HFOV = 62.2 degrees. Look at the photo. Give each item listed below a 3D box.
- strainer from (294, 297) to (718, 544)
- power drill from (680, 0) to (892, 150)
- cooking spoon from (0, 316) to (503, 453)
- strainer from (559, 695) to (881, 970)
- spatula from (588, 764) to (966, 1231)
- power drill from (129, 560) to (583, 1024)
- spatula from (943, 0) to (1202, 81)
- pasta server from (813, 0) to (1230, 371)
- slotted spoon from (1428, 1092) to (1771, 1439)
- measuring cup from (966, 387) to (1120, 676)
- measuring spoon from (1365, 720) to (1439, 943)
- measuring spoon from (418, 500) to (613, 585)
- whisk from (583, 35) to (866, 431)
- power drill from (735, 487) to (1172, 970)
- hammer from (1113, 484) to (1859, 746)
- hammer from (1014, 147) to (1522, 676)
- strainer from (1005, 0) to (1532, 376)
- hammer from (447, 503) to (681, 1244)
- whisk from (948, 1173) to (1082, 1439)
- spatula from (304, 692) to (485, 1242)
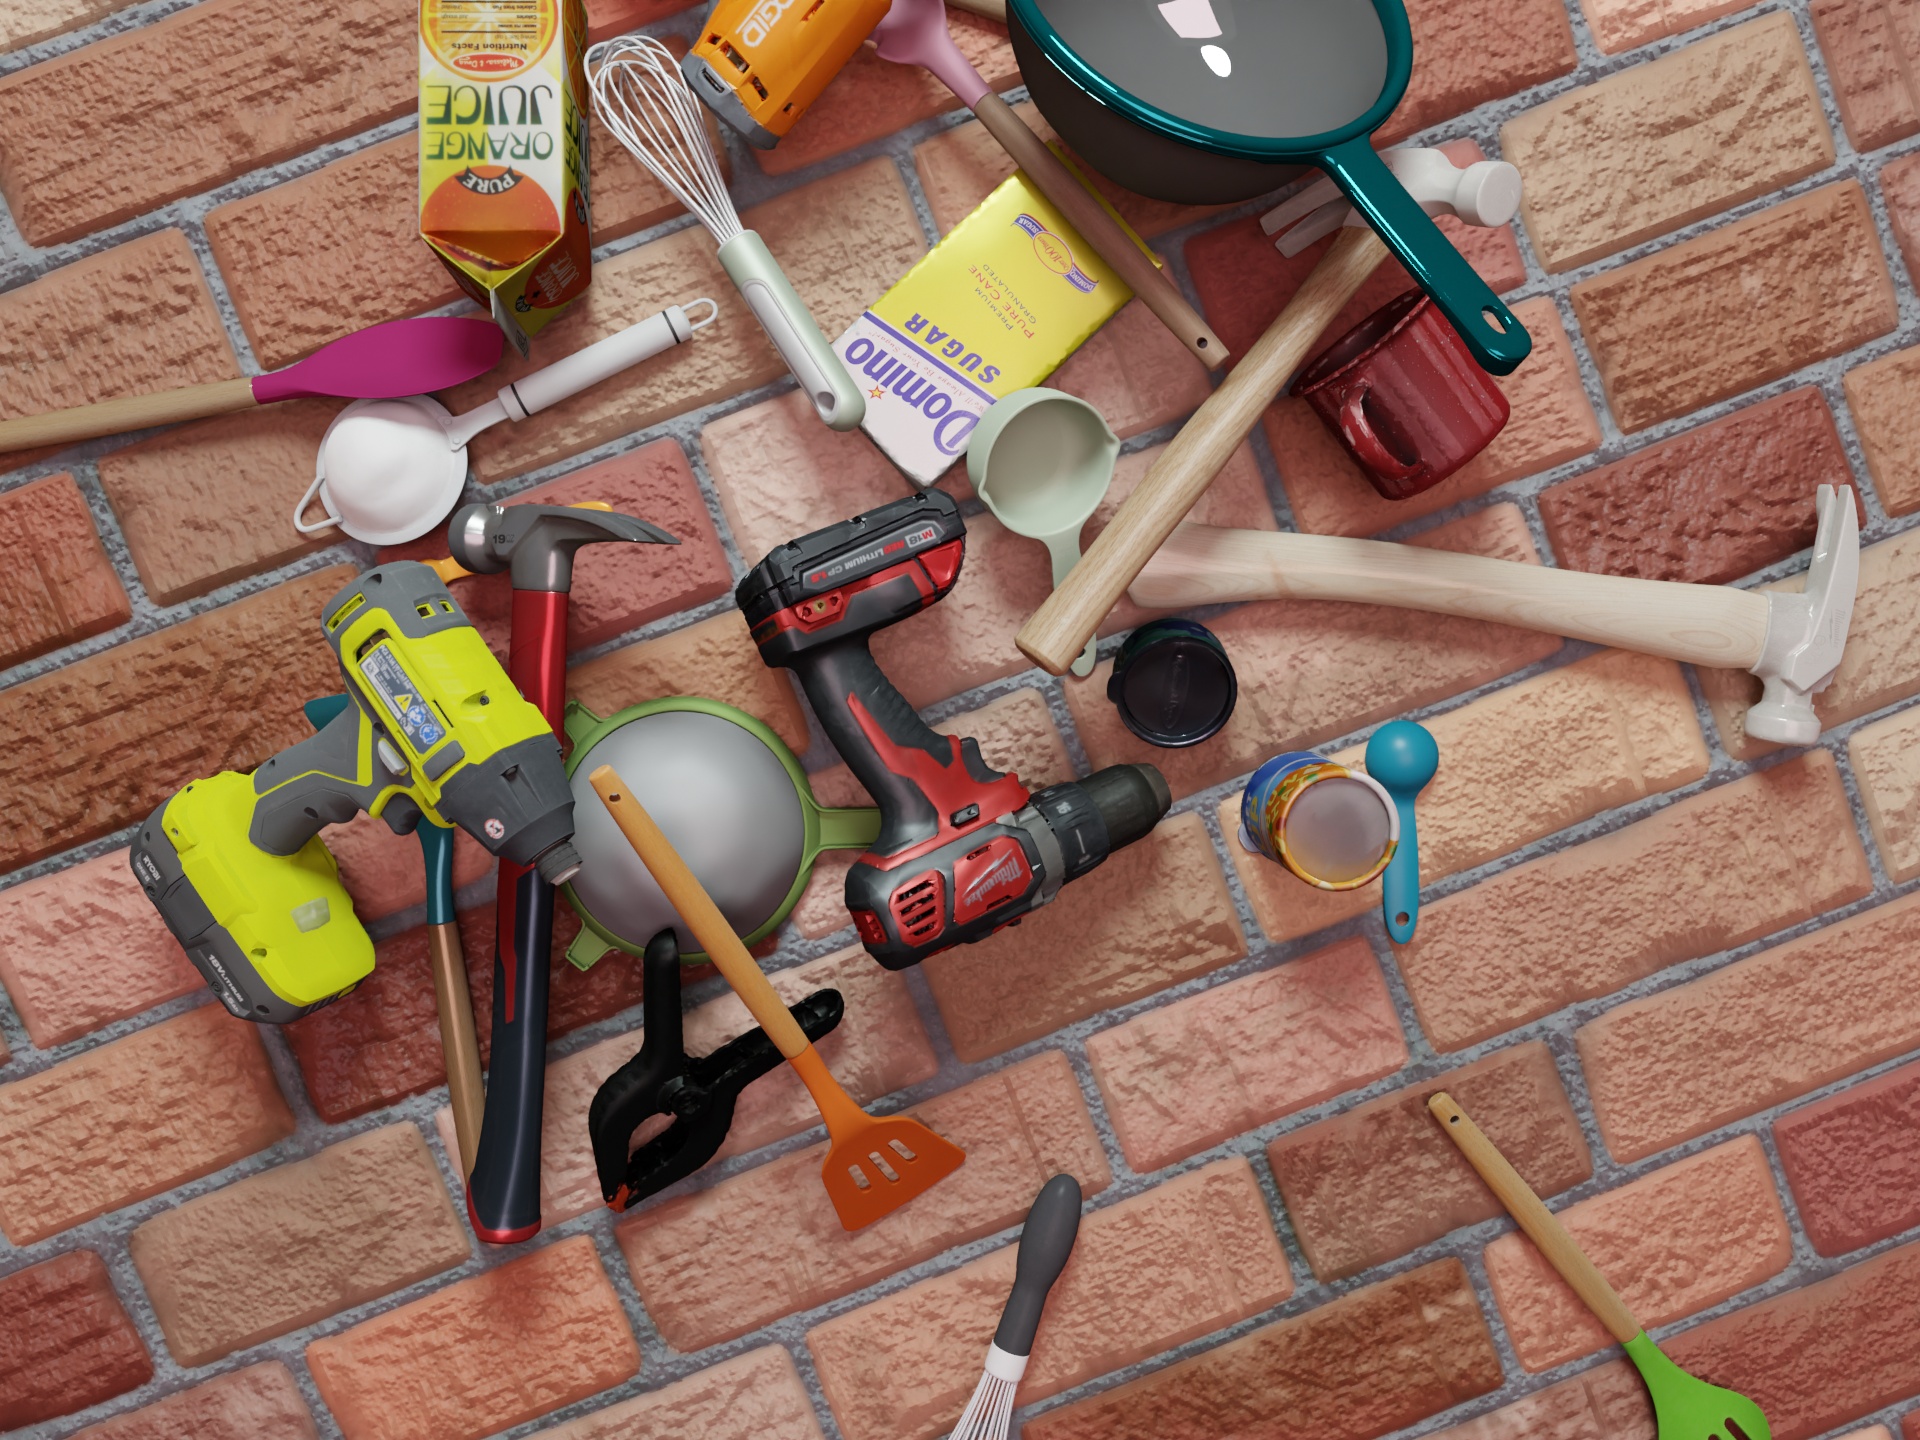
[{"bbox_3d":[-0.248,-0.169,0.852,0.258,0.050,0.087,-27,81,-4],"label":"strainer"},{"bbox_3d":[-0.120,-0.421,0.785,0.164,0.084,0.226,-43,85,19],"label":"power drill"},{"bbox_3d":[-0.399,-0.171,0.846,0.319,0.069,0.017,-10,140,1],"label":"cooking spoon"},{"bbox_3d":[-0.100,0.063,0.860,0.256,0.069,0.151,-1,94,-1],"label":"strainer"},{"bbox_3d":[-0.101,0.151,0.838,0.081,0.041,0.322,-32,111,-3],"label":"spatula"},{"bbox_3d":[-0.299,0.051,0.800,0.223,0.080,0.171,-36,87,23],"label":"power drill"},{"bbox_3d":[-0.022,-0.397,0.854,0.316,0.018,0.059,17,104,-3],"label":"spatula"},{"bbox_3d":[0.027,-0.298,0.812,0.060,0.040,0.316,-43,83,20],"label":"pasta server"},{"bbox_3d":[0.372,0.339,0.927,0.070,0.031,0.313,-39,94,-1],"label":"slotted spoon"},{"bbox_3d":[0.048,-0.101,0.862,0.083,0.038,0.167,-22,123,-14],"label":"measuring cup"},{"bbox_3d":[0.252,0.065,0.900,0.042,0.021,0.128,-1,93,-3],"label":"measuring spoon"},{"bbox_3d":[-0.246,-0.096,0.869,0.117,0.011,0.021,-20,95,-1],"label":"measuring spoon"},{"bbox_3d":[-0.121,-0.253,0.827,0.058,0.059,0.246,-38,83,42],"label":"whisk"},{"bbox_3d":[-0.001,-0.003,0.840,0.188,0.080,0.226,-23,91,-21],"label":"power drill"},{"bbox_3d":[0.287,-0.083,0.881,0.410,0.038,0.146,7,98,-2],"label":"hammer"},{"bbox_3d":[0.138,-0.160,0.816,0.331,0.130,0.031,-52,127,-3],"label":"hammer"},{"bbox_3d":[0.145,-0.280,0.778,0.211,0.095,0.340,-29,76,-26],"label":"strainer"},{"bbox_3d":[-0.214,0.083,0.823,0.143,0.038,0.386,7,95,35],"label":"hammer"},{"bbox_3d":[0.015,0.393,0.902,0.070,0.070,0.284,19,88,-4],"label":"whisk"},{"bbox_3d":[-0.289,0.138,0.870,0.082,0.044,0.317,-4,97,22],"label":"spatula"}]
